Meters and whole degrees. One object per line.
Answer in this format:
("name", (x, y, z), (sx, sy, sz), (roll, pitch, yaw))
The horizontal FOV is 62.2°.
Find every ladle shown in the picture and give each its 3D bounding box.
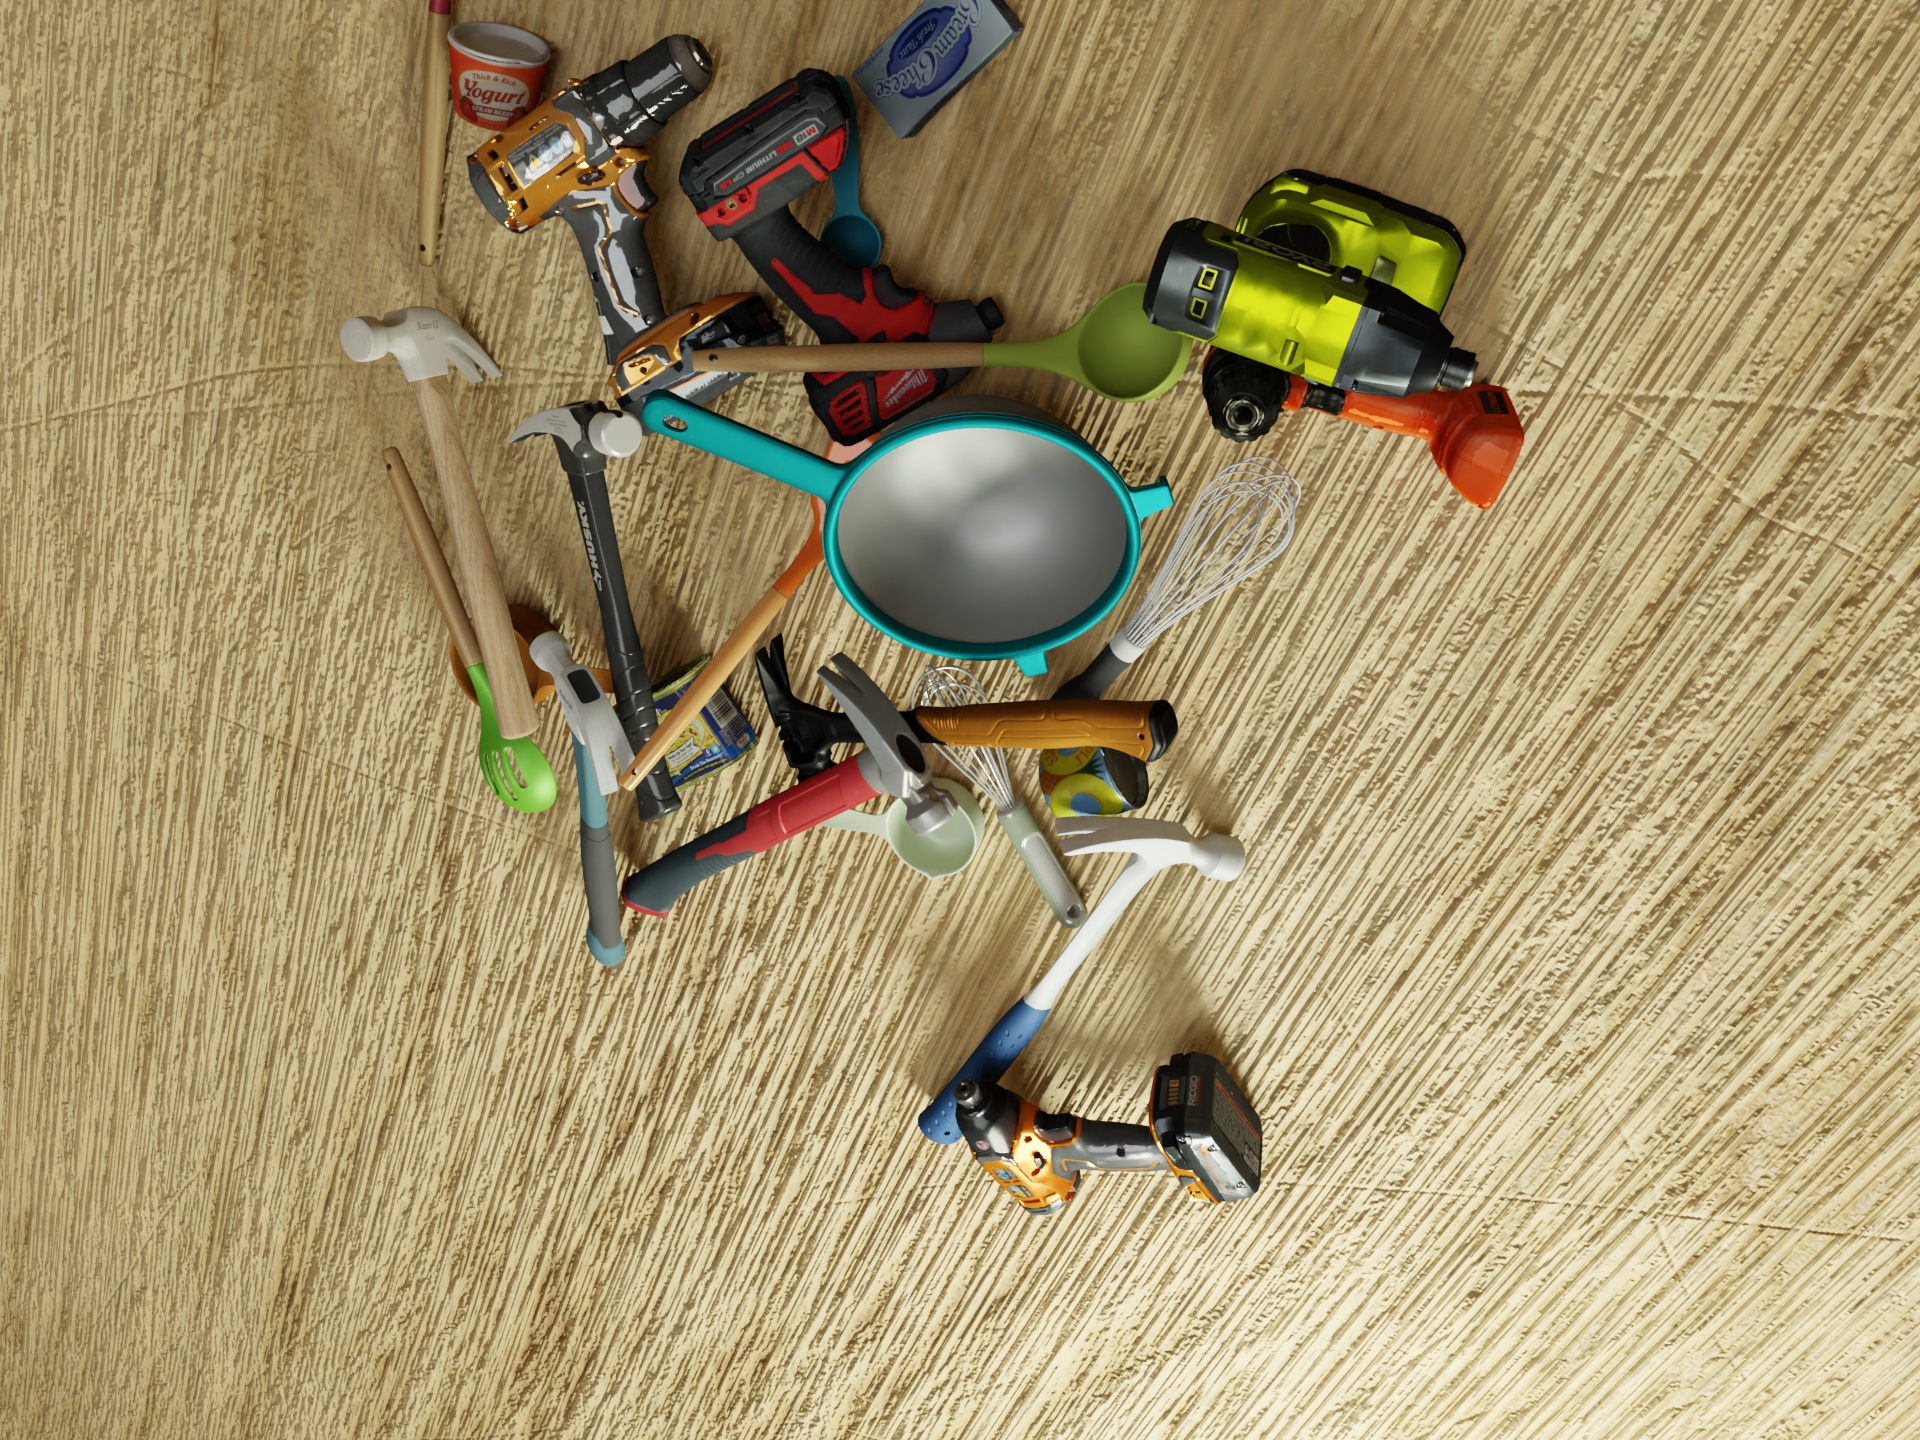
("ladle", (-0.011, -0.238, 1.017), (0.320, 0.062, 0.078), (-2, 84, -4))
("ladle", (-0.371, -0.476, 1.128), (0.069, 0.031, 0.315), (22, 122, 11))

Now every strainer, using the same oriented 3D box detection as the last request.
("strainer", (-0.043, -0.166, 1.062), (0.340, 0.095, 0.211), (20, 134, -17))

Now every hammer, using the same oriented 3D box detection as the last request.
("hammer", (-0.169, 0.074, 1.259), (0.386, 0.038, 0.143), (-27, 102, 43))
("hammer", (-0.300, 0.087, 1.303), (0.128, 0.033, 0.330), (48, 147, 33))
("hammer", (-0.002, -0.004, 1.138), (0.337, 0.034, 0.127), (0, 119, 35))
("hammer", (0.061, 0.215, 1.265), (0.144, 0.035, 0.405), (14, 130, -23))
("hammer", (-0.375, -0.147, 1.214), (0.031, 0.130, 0.331), (-4, 107, 24))
("hammer", (-0.261, -0.075, 1.196), (0.146, 0.035, 0.334), (19, 124, 46))

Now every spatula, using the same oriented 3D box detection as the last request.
("spatula", (-0.150, -0.077, 1.172), (0.081, 0.041, 0.322), (39, 92, 0))

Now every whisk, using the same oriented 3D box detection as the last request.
("whisk", (0.137, -0.073, 1.107), (0.070, 0.070, 0.284), (40, 127, -1))
("whisk", (0.035, 0.061, 1.218), (0.058, 0.059, 0.246), (-34, 108, -11))

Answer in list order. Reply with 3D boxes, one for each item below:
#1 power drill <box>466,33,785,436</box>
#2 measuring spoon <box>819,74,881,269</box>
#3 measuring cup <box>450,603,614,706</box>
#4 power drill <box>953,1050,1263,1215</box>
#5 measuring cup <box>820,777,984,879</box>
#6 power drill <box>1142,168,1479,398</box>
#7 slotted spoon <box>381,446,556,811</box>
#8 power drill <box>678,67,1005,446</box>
("power drill", (-0.208, -0.335, 1.093), (0.185, 0.084, 0.226), (-26, 103, 20))
("measuring spoon", (-0.077, -0.366, 1.072), (0.042, 0.021, 0.128), (-4, 106, -2))
("measuring cup", (-0.331, -0.047, 1.304), (0.174, 0.052, 0.095), (7, 114, 18))
("power drill", (0.110, 0.329, 1.276), (0.226, 0.084, 0.164), (-14, 132, 28))
("measuring cup", (-0.060, 0.075, 1.268), (0.167, 0.038, 0.083), (8, 117, 20))
("power drill", (0.211, -0.242, 0.893), (0.171, 0.223, 0.080), (22, 121, 10))
("slotted spoon", (-0.402, -0.068, 1.278), (0.070, 0.031, 0.313), (-15, 99, 30))
("power drill", (-0.074, -0.300, 1.040), (0.143, 0.079, 0.219), (-29, 120, 9))
